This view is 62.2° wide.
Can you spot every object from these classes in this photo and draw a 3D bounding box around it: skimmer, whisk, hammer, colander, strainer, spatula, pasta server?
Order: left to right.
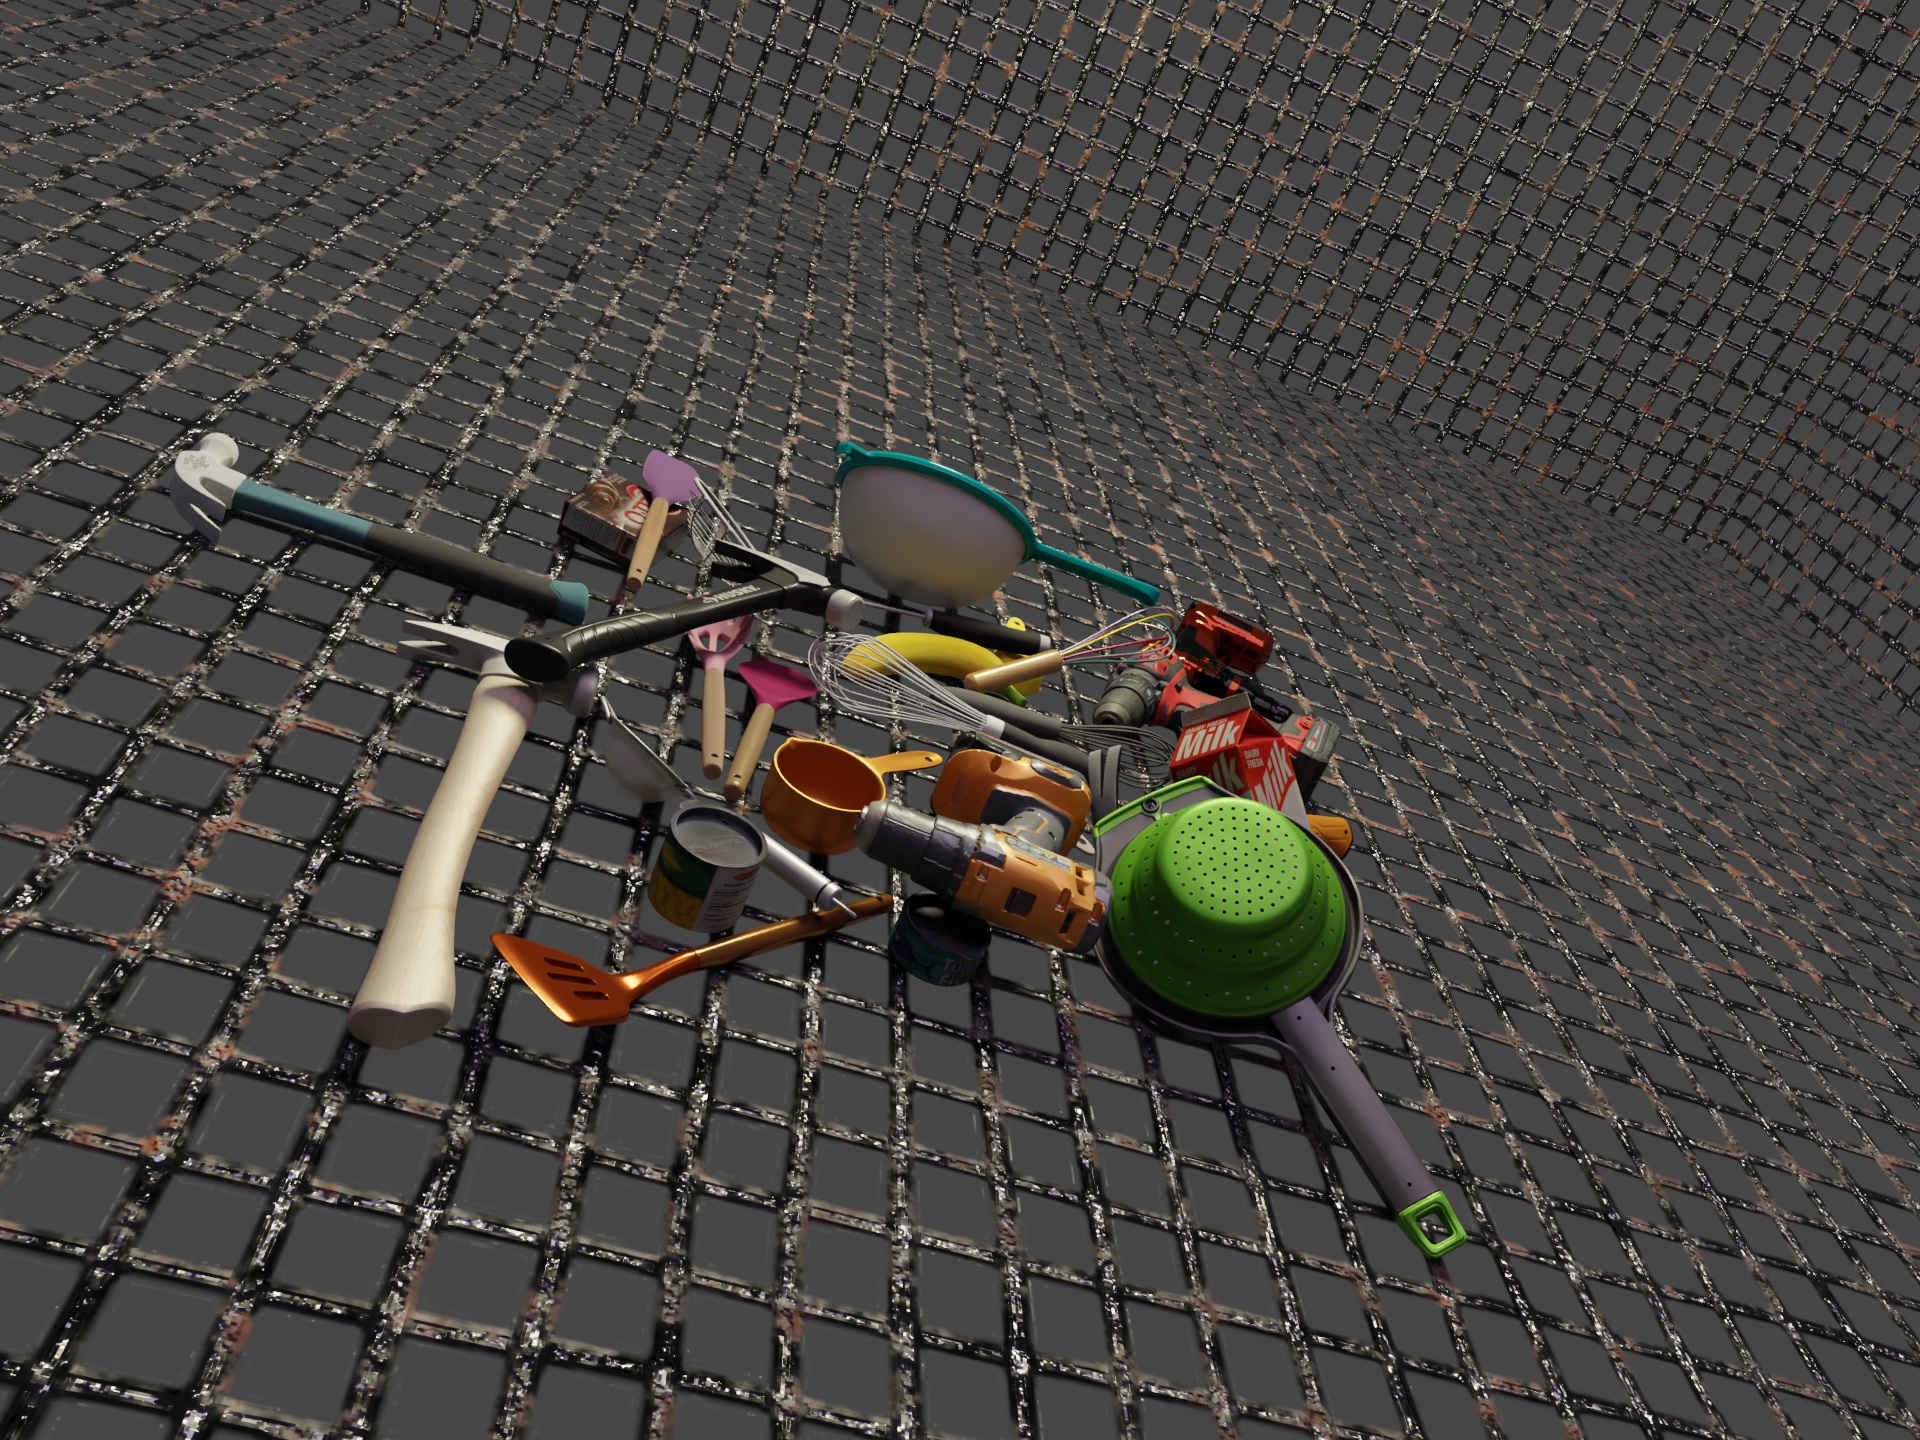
[{"bbox_3d":[-0.459,-0.144,1.273,0.331,0.033,0.128,18,26,-13],"label":"hammer"},{"bbox_3d":[-0.330,0.055,1.016,0.146,0.038,0.411,16,28,-13],"label":"hammer"},{"bbox_3d":[-0.272,-0.185,1.437,0.059,0.018,0.316,24,24,-14],"label":"spatula"},{"bbox_3d":[-0.228,-0.084,1.263,0.146,0.035,0.335,26,26,24],"label":"hammer"},{"bbox_3d":[-0.173,0.066,1.104,0.258,0.050,0.086,33,-14,21],"label":"strainer"},{"bbox_3d":[-0.192,-0.032,1.245,0.060,0.040,0.316,9,21,-12],"label":"pasta server"},{"bbox_3d":[-0.149,0.140,1.008,0.081,0.041,0.322,39,29,28],"label":"spatula"},{"bbox_3d":[-0.082,-0.138,1.489,0.363,0.090,0.127,13,10,-12],"label":"skimmer"},{"bbox_3d":[-0.002,-0.003,1.384,0.284,0.070,0.070,24,26,-14],"label":"whisk"},{"bbox_3d":[0.021,-0.147,1.556,0.340,0.095,0.211,21,-15,7],"label":"strainer"},{"bbox_3d":[0.086,0.012,1.443,0.239,0.055,0.055,17,27,-5],"label":"whisk"},{"bbox_3d":[0.109,-0.059,1.507,0.245,0.047,0.051,-17,85,-29],"label":"whisk"},{"bbox_3d":[0.235,0.092,1.377,0.336,0.034,0.127,4,74,-44],"label":"hammer"},{"bbox_3d":[0.232,0.184,1.117,0.204,0.094,0.398,-24,58,-12],"label":"colander"}]

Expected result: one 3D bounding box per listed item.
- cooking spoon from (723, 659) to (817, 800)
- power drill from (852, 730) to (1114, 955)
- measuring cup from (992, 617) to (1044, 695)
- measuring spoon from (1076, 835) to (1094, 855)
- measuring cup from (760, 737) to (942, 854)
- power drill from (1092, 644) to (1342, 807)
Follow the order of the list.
[{"bbox_3d":[-0.155,0.001,1.230,0.068,0.017,0.319,18,16,-6],"label":"cooking spoon"},{"bbox_3d":[0.016,0.080,1.179,0.185,0.084,0.226,22,17,-5],"label":"power drill"},{"bbox_3d":[0.058,-0.076,1.586,0.062,0.029,0.157,21,29,-8],"label":"measuring cup"},{"bbox_3d":[0.075,0.070,1.350,0.034,0.018,0.124,-5,40,-45],"label":"measuring spoon"},{"bbox_3d":[-0.079,0.056,1.212,0.095,0.052,0.173,40,28,28],"label":"measuring cup"},{"bbox_3d":[0.240,0.012,1.537,0.227,0.080,0.188,28,26,12],"label":"power drill"}]
